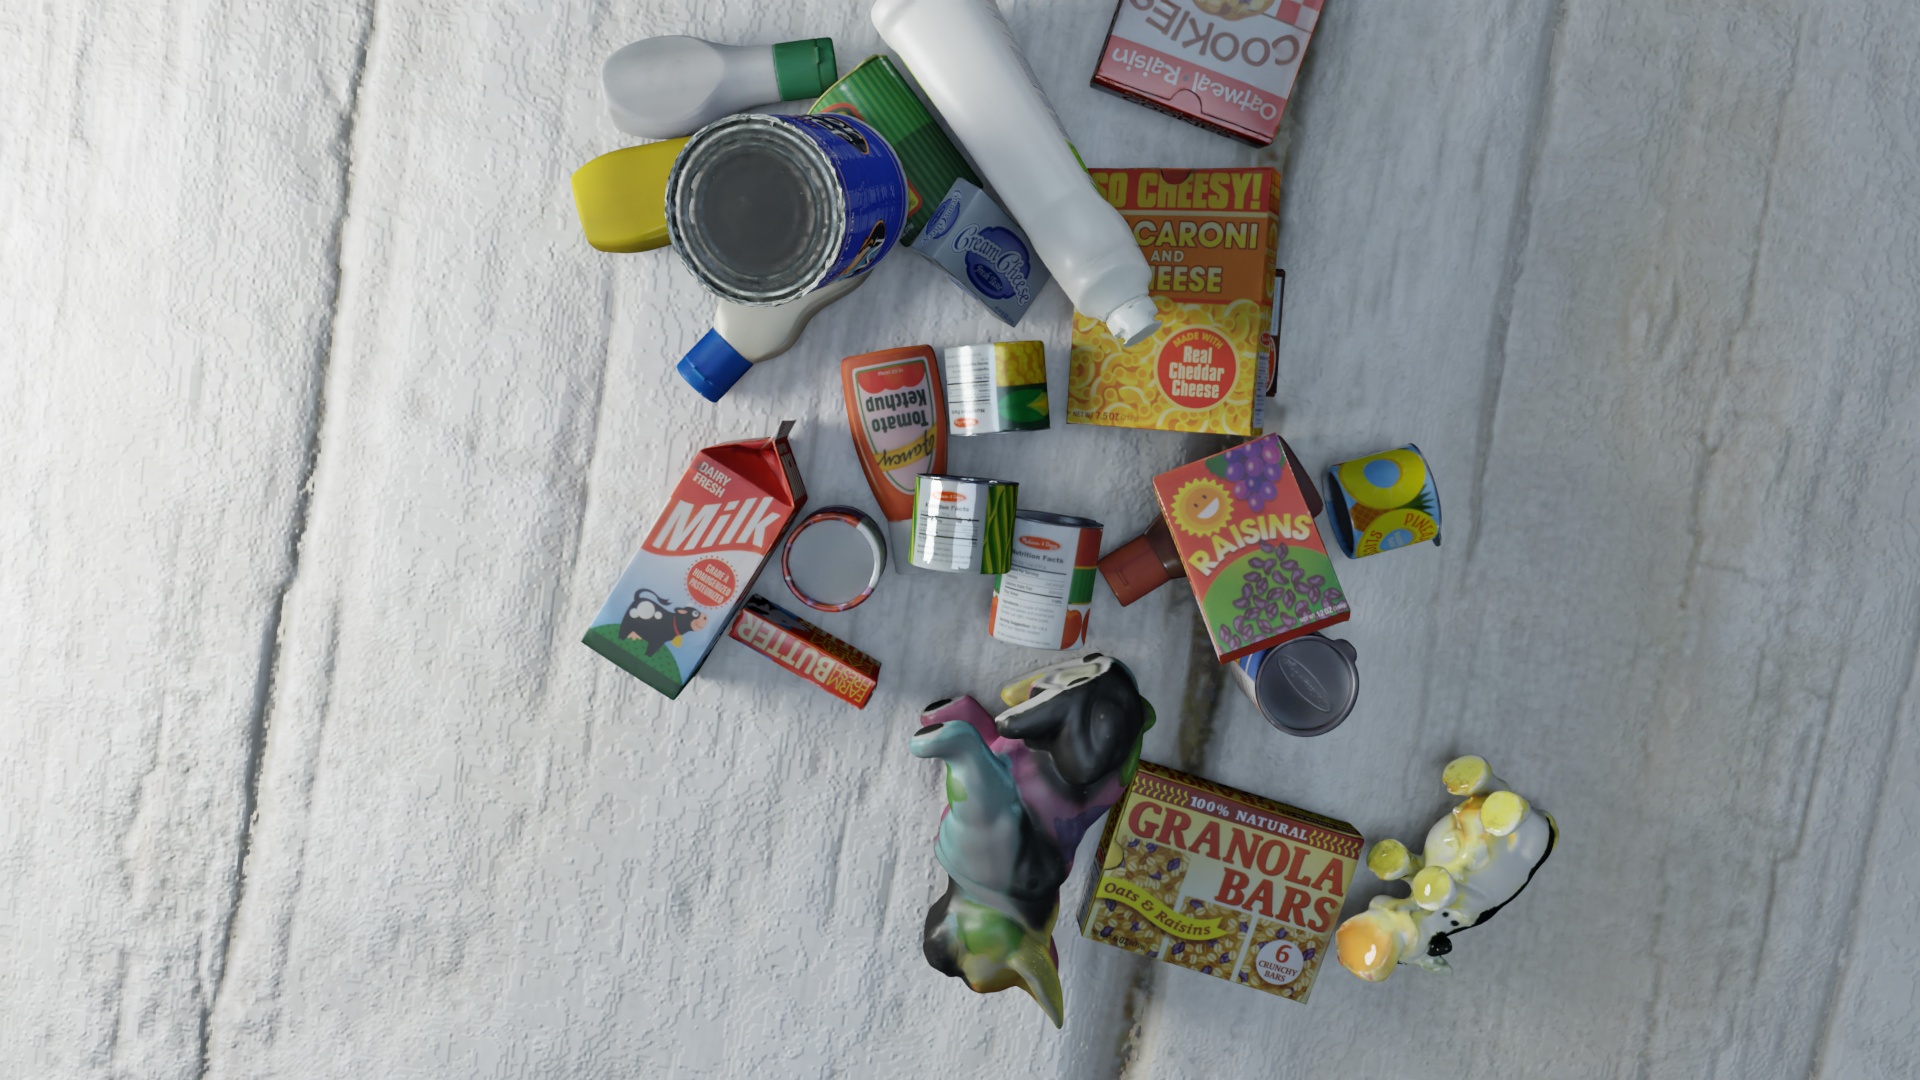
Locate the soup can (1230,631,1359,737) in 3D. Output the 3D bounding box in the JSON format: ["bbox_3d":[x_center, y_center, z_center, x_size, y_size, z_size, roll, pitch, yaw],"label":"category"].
[{"bbox_3d":[0.221,0.086,0.917,0.071,0.084,0.071,0,97,0],"label":"soup can"}]

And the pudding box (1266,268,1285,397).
[{"bbox_3d":[0.185,-0.138,0.920,0.050,0.030,0.083,3,96,-2],"label":"pudding box"}]

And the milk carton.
[{"bbox_3d":[-0.162,0.001,0.912,0.073,0.072,0.190,33,95,-3],"label":"milk carton"}]

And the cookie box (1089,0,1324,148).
[{"bbox_3d":[0.169,-0.353,0.892,0.123,0.040,0.167,20,96,-2],"label":"cookie box"}]

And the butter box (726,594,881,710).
[{"bbox_3d":[-0.103,0.074,0.930,0.103,0.053,0.024,30,98,-3],"label":"butter box"}]

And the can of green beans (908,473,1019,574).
[{"bbox_3d":[0.002,-0.011,0.881,0.071,0.071,0.057,5,95,-1],"label":"can of green beans"}]

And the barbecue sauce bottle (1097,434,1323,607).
[{"bbox_3d":[0.163,-0.008,0.927,0.148,0.043,0.065,-31,87,4],"label":"barbecue sauce bottle"}]

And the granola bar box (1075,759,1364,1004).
[{"bbox_3d":[0.177,0.233,0.955,0.166,0.039,0.124,17,96,-2],"label":"granola bar box"}]

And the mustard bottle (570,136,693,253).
[{"bbox_3d":[-0.166,-0.231,0.899,0.160,0.049,0.065,-13,94,1],"label":"mustard bottle"}]

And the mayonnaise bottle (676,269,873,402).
[{"bbox_3d":[-0.124,-0.155,0.912,0.065,0.041,0.148,45,95,-3],"label":"mayonnaise bottle"}]

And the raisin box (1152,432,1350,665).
[{"bbox_3d":[0.182,0.005,0.873,0.086,0.040,0.123,-21,72,8],"label":"raisin box"}]

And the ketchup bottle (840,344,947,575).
[{"bbox_3d":[-0.037,-0.053,0.922,0.065,0.043,0.148,-10,97,-5],"label":"ketchup bottle"}]

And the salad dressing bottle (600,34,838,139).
[{"bbox_3d":[-0.153,-0.296,0.895,0.148,0.044,0.064,-7,83,0],"label":"salad dressing bottle"}]

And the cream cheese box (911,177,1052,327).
[{"bbox_3d":[0.017,-0.182,0.885,0.024,0.103,0.053,37,95,37],"label":"cream cheese box"}]

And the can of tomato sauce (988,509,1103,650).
[{"bbox_3d":[0.057,0.025,0.920,0.071,0.071,0.083,8,97,-1],"label":"can of tomato sauce"}]

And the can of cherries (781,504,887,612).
[{"bbox_3d":[-0.085,0.012,0.921,0.071,0.058,0.071,0,96,-1],"label":"can of cherries"}]

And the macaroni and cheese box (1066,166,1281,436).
[{"bbox_3d":[0.137,-0.154,0.892,0.124,0.040,0.166,6,97,22],"label":"macaroni and cheese box"}]

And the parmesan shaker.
[{"bbox_3d":[-0.040,-0.248,0.886,0.071,0.071,0.103,-38,95,4],"label":"parmesan shaker"}]

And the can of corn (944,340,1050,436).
[{"bbox_3d":[0.026,-0.100,0.907,0.071,0.071,0.058,-4,96,0],"label":"can of corn"}]

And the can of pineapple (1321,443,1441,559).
[{"bbox_3d":[0.277,-0.024,0.913,0.058,0.071,0.071,-15,96,2],"label":"can of pineapple"}]
